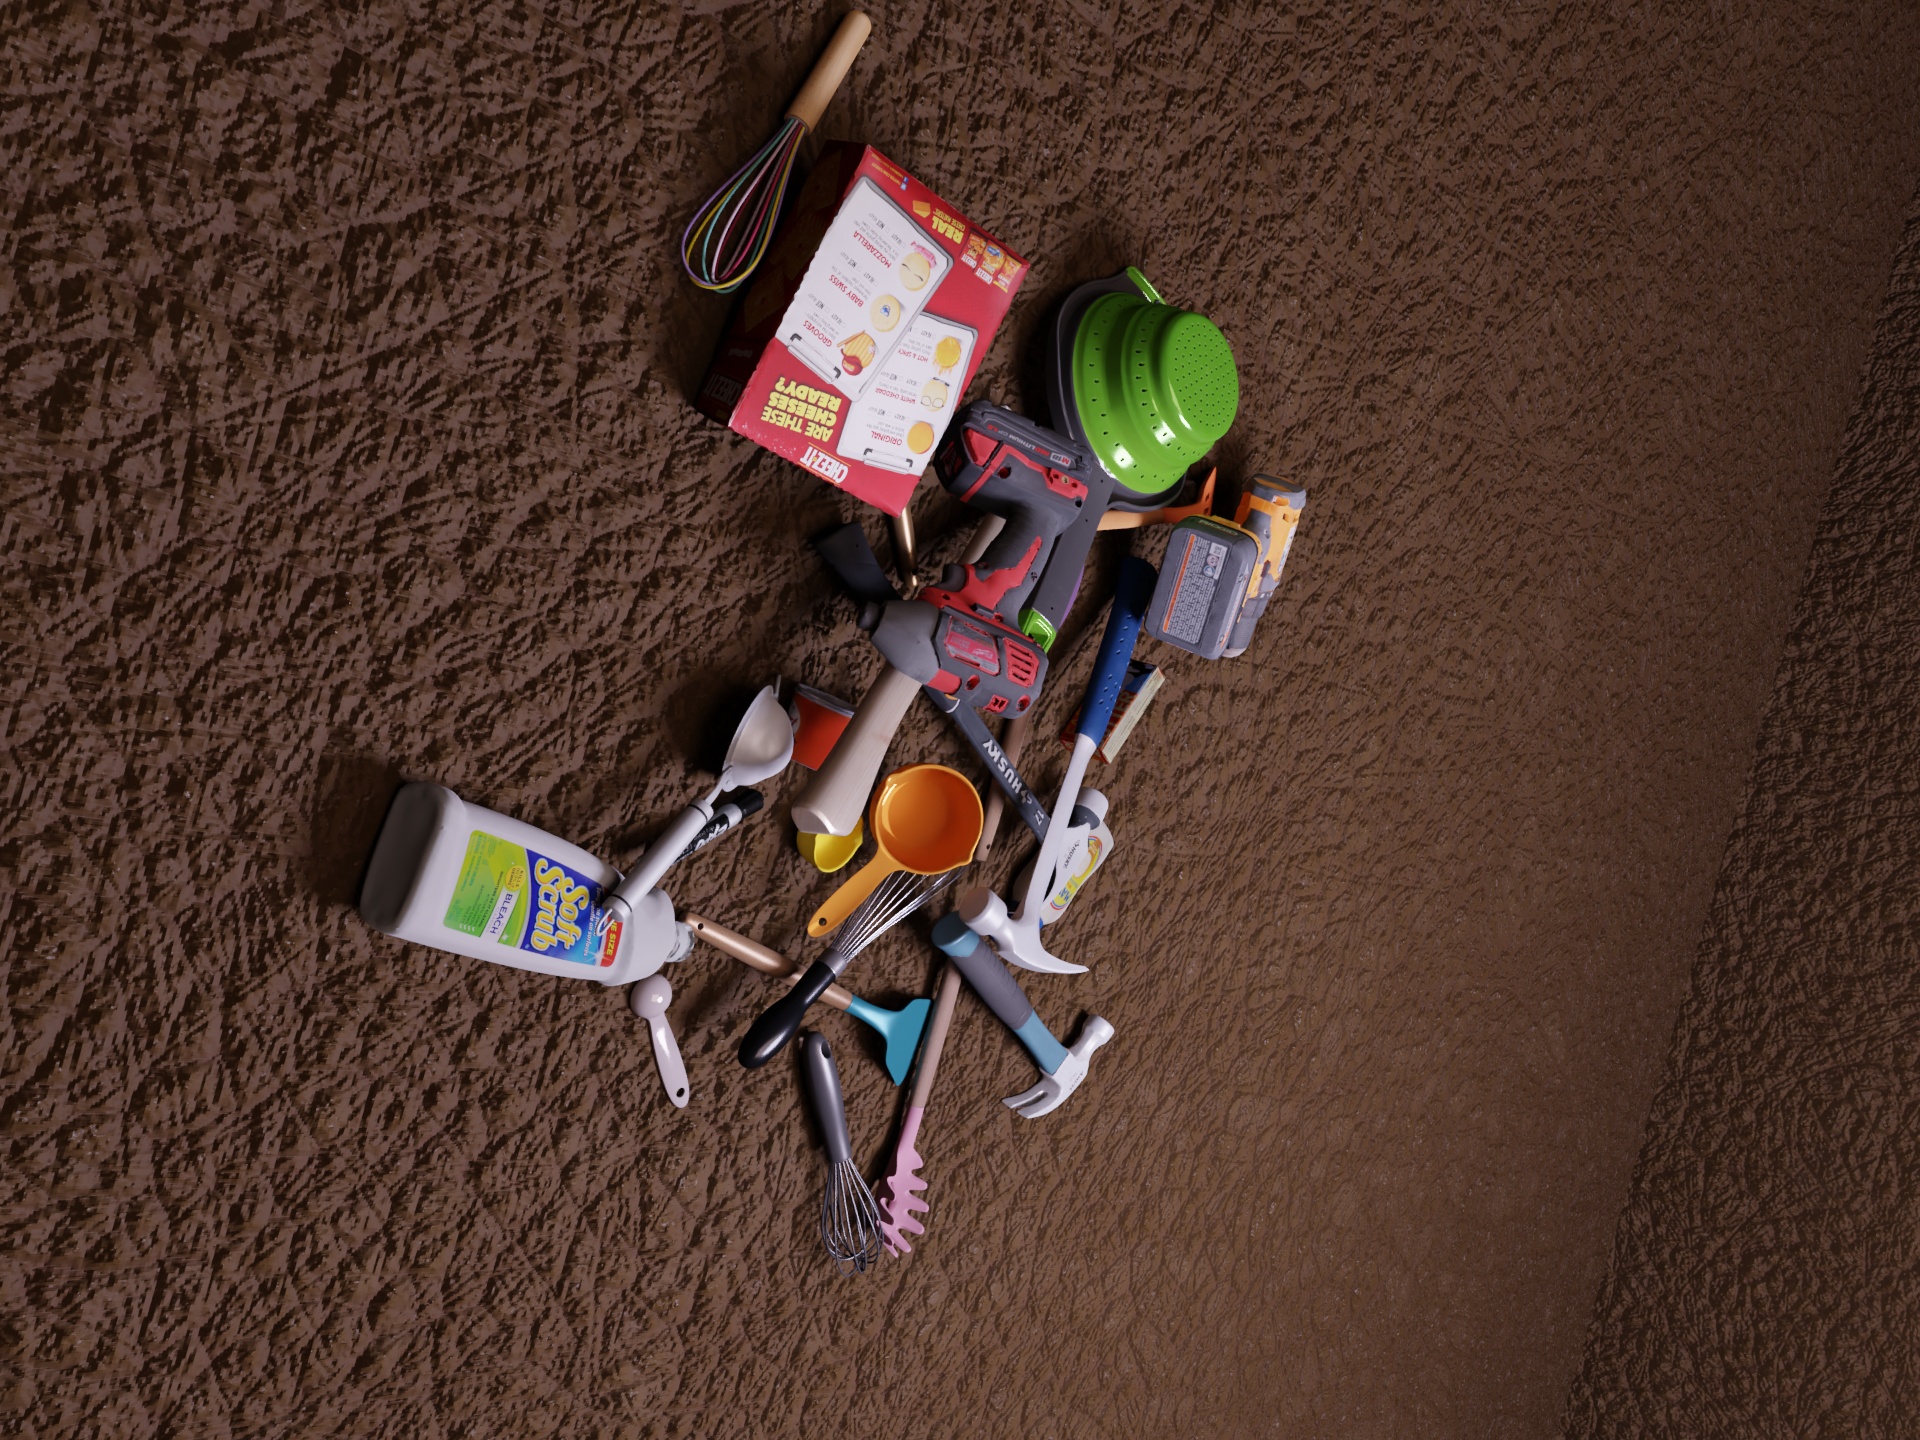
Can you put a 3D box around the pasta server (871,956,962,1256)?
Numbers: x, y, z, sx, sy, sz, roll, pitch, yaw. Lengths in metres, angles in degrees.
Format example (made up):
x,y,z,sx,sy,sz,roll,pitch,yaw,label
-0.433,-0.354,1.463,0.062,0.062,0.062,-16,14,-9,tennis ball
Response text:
x,y,z,sx,sy,sz,roll,pitch,yaw,label
-0.026,0.319,1.416,0.060,0.040,0.316,9,97,-60,pasta server

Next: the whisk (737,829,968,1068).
x,y,z,sx,sy,sz,roll,pitch,yaw,label
-0.084,0.175,1.286,0.285,0.070,0.070,-48,131,-33,whisk

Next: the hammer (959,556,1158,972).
x,y,z,sx,sy,sz,roll,pitch,yaw,label
0.109,0.031,1.393,0.143,0.035,0.406,45,54,-37,hammer

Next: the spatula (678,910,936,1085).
x,y,z,sx,sy,sz,roll,pitch,yaw,label
-0.120,0.222,1.314,0.317,0.044,0.082,37,74,-39,spatula

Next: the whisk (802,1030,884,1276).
x,y,z,sx,sy,sz,roll,pitch,yaw,label
-0.106,0.371,1.355,0.055,0.055,0.238,-25,114,-38,whisk

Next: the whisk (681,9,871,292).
x,y,z,sx,sy,sz,roll,pitch,yaw,label
-0.121,-0.399,1.115,0.051,0.047,0.245,41,70,-42,whisk

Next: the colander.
x,y,z,sx,sy,sz,roll,pitch,yaw,label
0.144,-0.217,1.324,0.204,0.094,0.397,42,57,-35,colander

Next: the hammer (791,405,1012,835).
x,y,z,sx,sy,sz,roll,pitch,yaw,label
-0.025,-0.076,1.235,0.411,0.038,0.146,-59,134,-37,hammer

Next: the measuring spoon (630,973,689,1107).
x,y,z,sx,sy,sz,roll,pitch,yaw,label
-0.223,0.249,1.219,0.034,0.018,0.124,-30,122,-36,measuring spoon

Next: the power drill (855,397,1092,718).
x,y,z,sx,sy,sz,roll,pitch,yaw,label
0.011,-0.121,1.189,0.143,0.078,0.220,22,66,-14,power drill

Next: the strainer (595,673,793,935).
x,y,z,sx,sy,sz,roll,pitch,yaw,label
-0.182,0.062,1.149,0.258,0.050,0.086,-53,165,-36,strainer

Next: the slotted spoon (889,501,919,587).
x,y,z,sx,sy,sz,roll,pitch,yaw,label
-0.064,-0.247,1.228,0.070,0.031,0.313,-27,122,-30,slotted spoon

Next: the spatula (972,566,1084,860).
x,y,z,sx,sy,sz,roll,pitch,yaw,label
0.061,-0.027,1.422,0.059,0.018,0.316,17,89,-50,spatula

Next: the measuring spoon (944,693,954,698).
x,y,z,sx,sy,sz,roll,pitch,yaw,label
0.022,-0.038,1.320,0.117,0.011,0.021,-25,96,-46,measuring spoon

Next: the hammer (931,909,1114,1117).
x,y,z,sx,sy,sz,roll,pitch,yaw,label
0.050,0.263,1.453,0.128,0.033,0.330,-52,141,-16,hammer

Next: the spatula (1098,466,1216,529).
x,y,z,sx,sy,sz,roll,pitch,yaw,label
0.156,-0.184,1.433,0.322,0.041,0.081,-11,111,-48,spatula

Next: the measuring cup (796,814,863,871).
x,y,z,sx,sy,sz,roll,pitch,yaw,label
-0.090,0.044,1.273,0.062,0.029,0.156,14,96,-57,measuring cup

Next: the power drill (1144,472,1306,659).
x,y,z,sx,sy,sz,roll,pitch,yaw,label
0.249,-0.125,1.498,0.226,0.084,0.185,-34,143,-57,power drill

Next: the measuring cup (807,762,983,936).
x,y,z,sx,sy,sz,roll,pitch,yaw,label
-0.060,0.106,1.272,0.173,0.052,0.095,-44,101,-5,measuring cup

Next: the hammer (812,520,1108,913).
x,y,z,sx,sy,sz,roll,pitch,yaw,label
-0.002,-0.004,1.321,0.408,0.036,0.149,54,49,-32,hammer
